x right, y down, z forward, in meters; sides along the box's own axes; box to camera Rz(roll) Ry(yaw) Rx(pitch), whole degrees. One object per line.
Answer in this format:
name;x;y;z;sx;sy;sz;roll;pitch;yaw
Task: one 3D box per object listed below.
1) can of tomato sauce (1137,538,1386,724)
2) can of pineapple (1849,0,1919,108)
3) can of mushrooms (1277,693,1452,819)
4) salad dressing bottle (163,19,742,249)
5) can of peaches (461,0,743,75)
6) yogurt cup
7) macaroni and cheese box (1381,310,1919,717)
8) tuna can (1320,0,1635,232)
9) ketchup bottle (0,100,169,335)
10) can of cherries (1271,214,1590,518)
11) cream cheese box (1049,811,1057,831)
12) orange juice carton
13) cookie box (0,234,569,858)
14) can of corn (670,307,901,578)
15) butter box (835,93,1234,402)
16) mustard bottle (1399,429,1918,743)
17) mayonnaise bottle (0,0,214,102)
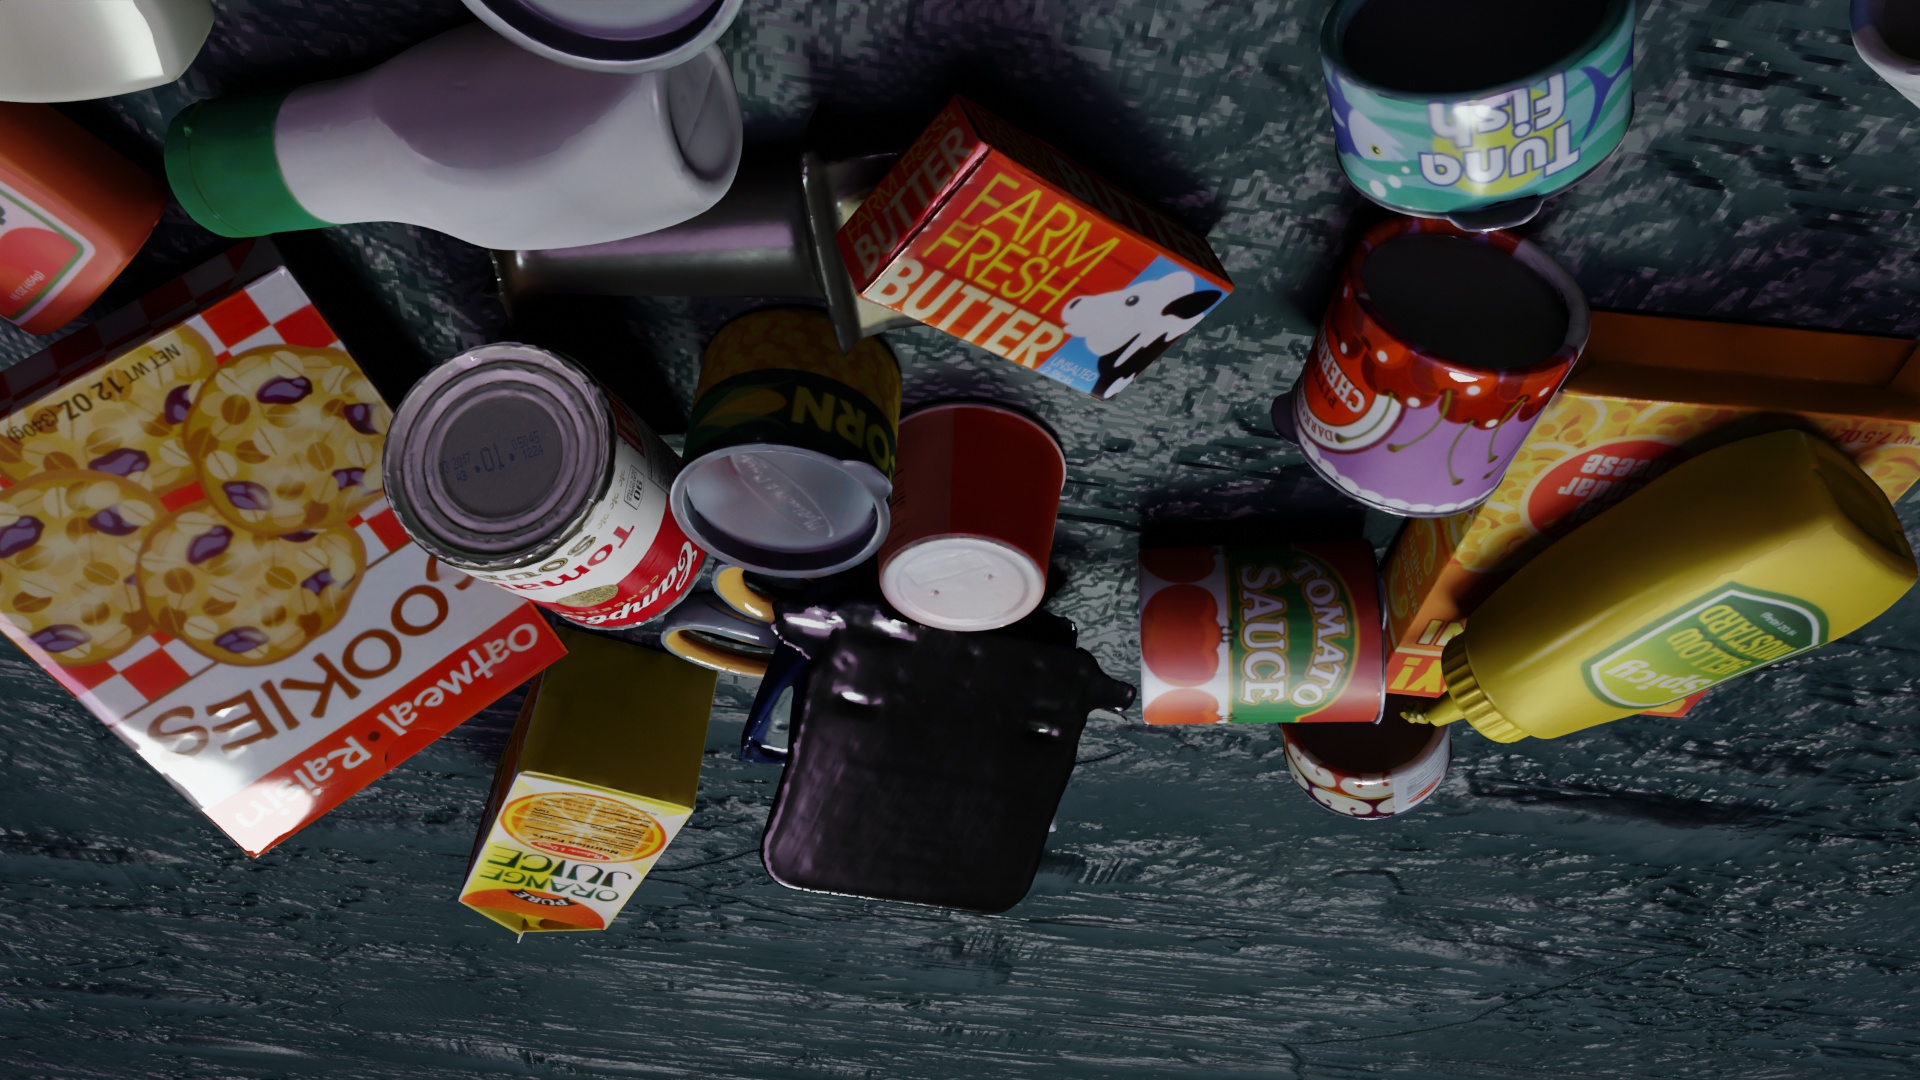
can of tomato sauce;0.107;0.034;0.503;0.083;0.071;0.071;-2;143;8
can of pineapple;0.240;-0.116;0.296;0.058;0.071;0.070;23;139;-24
can of mushrooms;0.160;0.074;0.557;0.071;0.071;0.033;-7;142;13
salad dressing bottle;-0.130;-0.101;0.350;0.147;0.064;0.043;0;150;19
can of peaches;-0.074;-0.143;0.287;0.071;0.058;0.071;3;143;2
yogurt cup;0.002;-0.006;0.470;0.072;0.054;0.072;2;142;2
macaroni and cheese box;0.222;-0.002;0.470;0.124;0.040;0.165;5;143;-2
tuna can;0.116;-0.105;0.313;0.071;0.071;0.032;-10;140;17
ketchup bottle;-0.289;-0.115;0.353;0.064;0.044;0.148;-23;135;30
can of cherries;0.130;-0.049;0.390;0.071;0.072;0.058;5;143;-3
cream cheese box;-0.010;0.124;0.670;0.104;0.024;0.053;-9;140;16
orange juice carton;-0.178;0.122;0.640;0.073;0.072;0.191;18;141;-18
cookie box;-0.221;0.008;0.437;0.123;0.040;0.166;-35;130;-14
can of corn;-0.051;-0.031;0.435;0.071;0.058;0.070;2;143;2
butter box;0.022;-0.074;0.372;0.103;0.024;0.053;16;132;-43
mustard bottle;0.203;0.027;0.433;0.065;0.049;0.159;25;137;-24
mayonnaise bottle;-0.221;-0.163;0.287;0.065;0.041;0.147;-2;142;5
